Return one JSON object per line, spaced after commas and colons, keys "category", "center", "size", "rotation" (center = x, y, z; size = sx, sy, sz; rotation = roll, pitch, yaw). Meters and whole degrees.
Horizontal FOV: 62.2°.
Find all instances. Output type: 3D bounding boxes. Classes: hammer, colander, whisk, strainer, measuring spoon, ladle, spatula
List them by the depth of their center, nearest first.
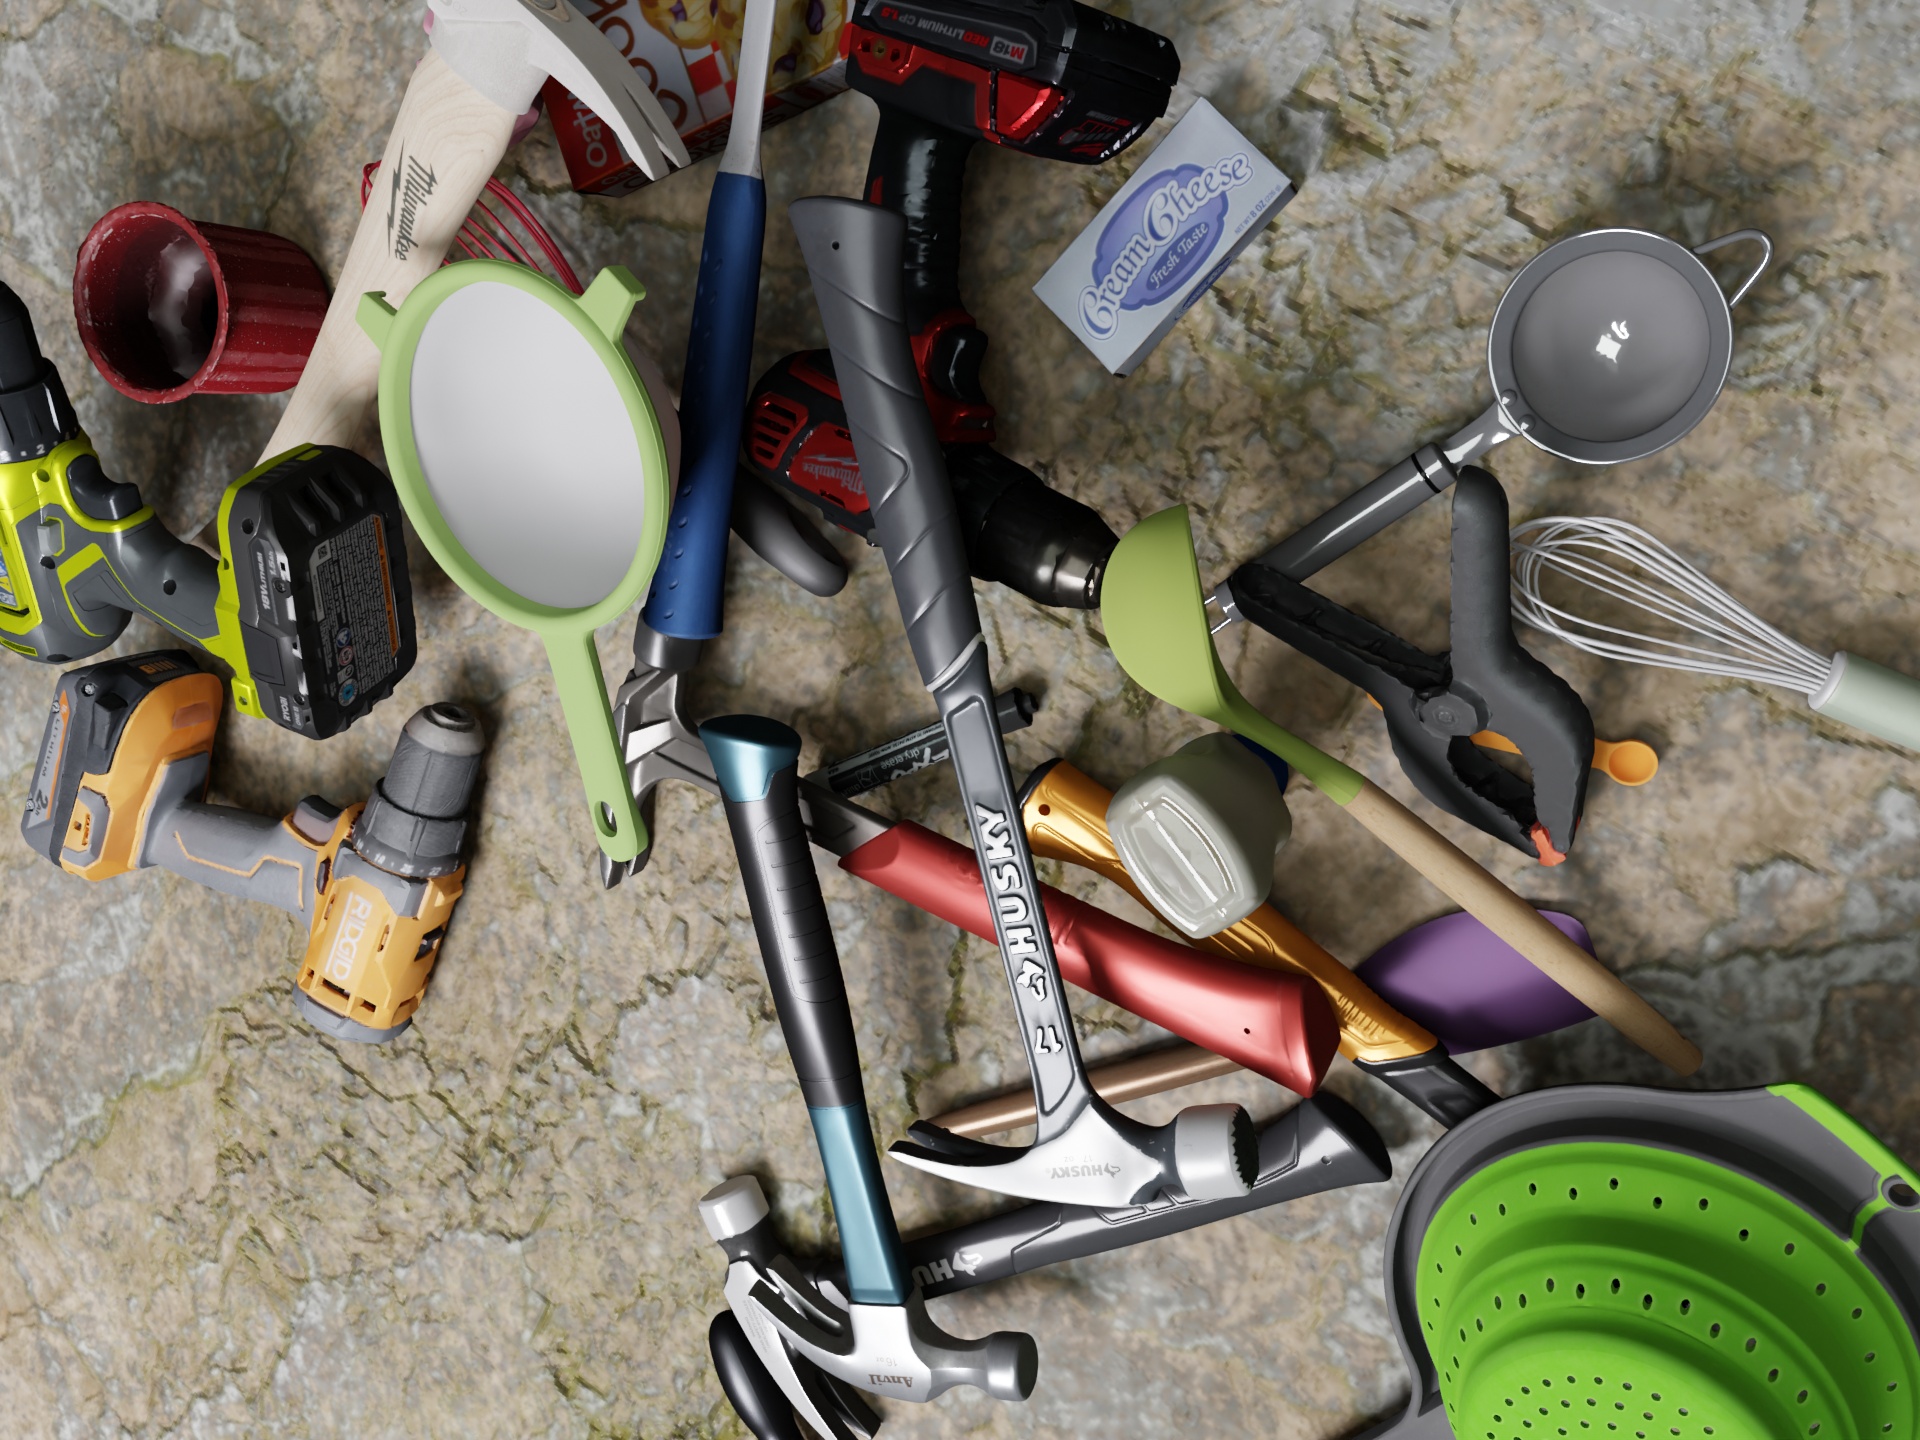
{"category": "whisk", "center": [0.318, -0.018, 0.599], "size": [0.246, 0.058, 0.059], "rotation": [25, 141, 11]}
{"category": "colander", "center": [0.202, 0.293, 0.618], "size": [0.204, 0.094, 0.397], "rotation": [45, 126, 8]}
{"category": "ladle", "center": [0.181, 0.035, 0.619], "size": [0.320, 0.078, 0.062], "rotation": [38, 111, -9]}
{"category": "hammer", "center": [-0.001, -0.002, 0.622], "size": [0.149, 0.036, 0.409], "rotation": [-12, 96, 25]}
{"category": "strainer", "center": [0.194, -0.106, 0.627], "size": [0.258, 0.050, 0.087], "rotation": [-34, 85, 27]}
{"category": "hammer", "center": [-0.085, -0.229, 0.637], "size": [0.144, 0.035, 0.405], "rotation": [31, 117, 48]}
{"category": "measuring spoon", "center": [0.225, 0.002, 0.651], "size": [0.117, 0.011, 0.021], "rotation": [17, 121, 19]}
{"category": "hammer", "center": [0.166, 0.117, 0.658], "size": [0.337, 0.034, 0.127], "rotation": [36, 113, 13]}
{"category": "strainer", "center": [-0.153, -0.067, 0.670], "size": [0.151, 0.069, 0.256], "rotation": [4, 115, 31]}
{"category": "hammer", "center": [-0.010, 0.077, 0.698], "size": [0.359, 0.037, 0.149], "rotation": [24, 117, 22]}
{"category": "spatula", "center": [0.122, 0.145, 0.708], "size": [0.316, 0.018, 0.060], "rotation": [-21, 91, 20]}
{"category": "hammer", "center": [-0.058, 0.156, 0.710], "size": [0.128, 0.033, 0.331], "rotation": [-7, 104, 23]}
{"category": "hammer", "center": [-0.273, -0.158, 0.729], "size": [0.146, 0.038, 0.410], "rotation": [42, 127, -5]}
{"category": "whisk", "center": [-0.164, -0.158, 0.734], "size": [0.296, 0.073, 0.073], "rotation": [42, 110, 2]}
{"category": "hammer", "center": [0.039, 0.247, 0.747], "size": [0.335, 0.035, 0.146], "rotation": [-23, 91, 21]}
{"category": "whisk", "center": [-0.058, 0.430, 0.803], "size": [0.070, 0.070, 0.285], "rotation": [-30, 84, 22]}

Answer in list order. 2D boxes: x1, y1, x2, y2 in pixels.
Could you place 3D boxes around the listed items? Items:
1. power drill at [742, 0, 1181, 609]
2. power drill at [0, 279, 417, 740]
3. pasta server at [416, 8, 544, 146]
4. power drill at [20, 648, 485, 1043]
{"category": "power drill", "center": [0.011, -0.168, 0.636], "size": [0.188, 0.080, 0.226], "rotation": [31, 115, 29]}
{"category": "power drill", "center": [-0.378, -0.096, 0.745], "size": [0.228, 0.080, 0.190], "rotation": [18, 127, 15]}
{"category": "pasta server", "center": [-0.256, -0.409, 0.732], "size": [0.060, 0.040, 0.316], "rotation": [-18, 92, 23]}
{"category": "power drill", "center": [-0.358, 0.041, 0.828], "size": [0.226, 0.084, 0.185], "rotation": [27, 107, 8]}
